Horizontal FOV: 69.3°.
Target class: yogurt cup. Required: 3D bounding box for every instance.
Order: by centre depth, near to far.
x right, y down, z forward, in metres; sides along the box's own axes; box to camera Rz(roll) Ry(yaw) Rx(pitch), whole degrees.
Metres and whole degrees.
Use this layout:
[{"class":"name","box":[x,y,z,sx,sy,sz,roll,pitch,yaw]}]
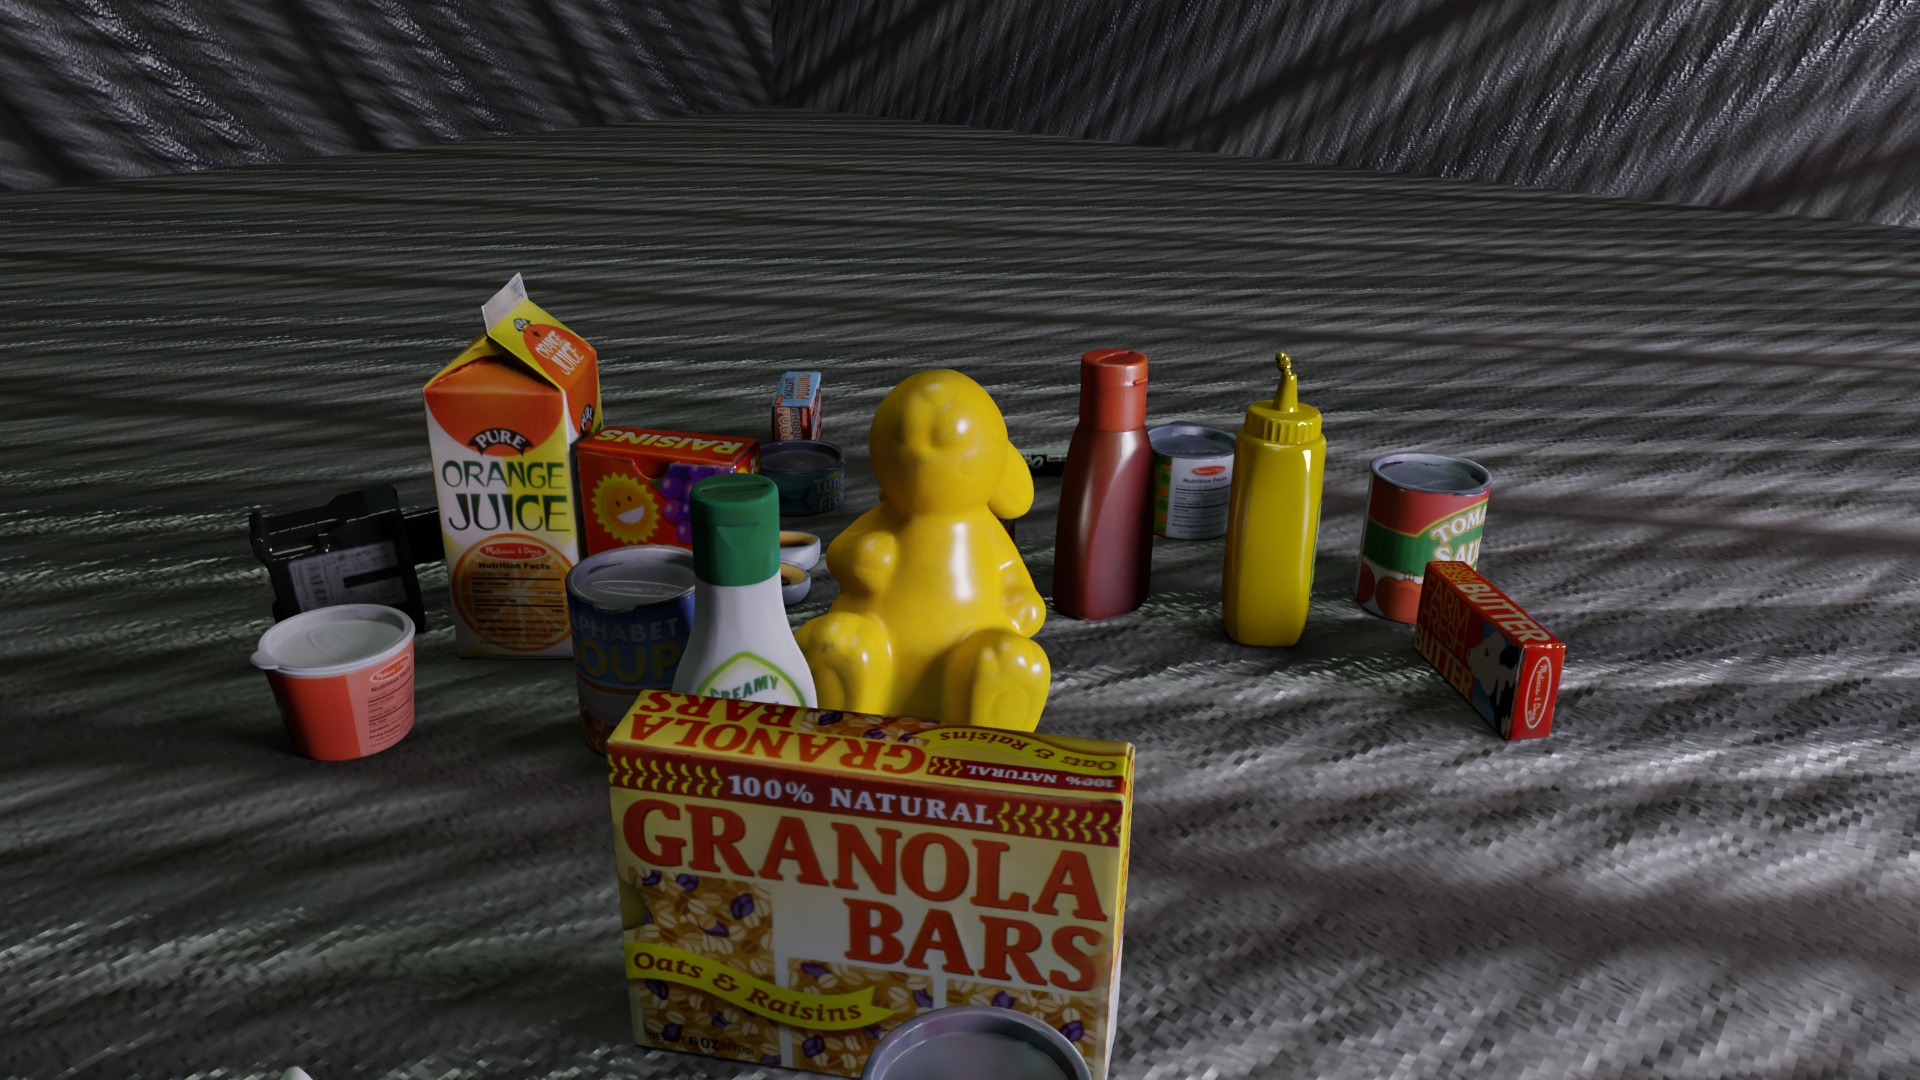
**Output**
[{"class":"yogurt cup","box":[-0.291,0.068,0.657,0.072,0.053,0.073,1,23,0]}]

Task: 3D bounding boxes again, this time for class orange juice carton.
[{"class":"orange juice carton","box":[-0.230,-0.038,0.731,0.073,0.191,0.072,0,23,-1]}]

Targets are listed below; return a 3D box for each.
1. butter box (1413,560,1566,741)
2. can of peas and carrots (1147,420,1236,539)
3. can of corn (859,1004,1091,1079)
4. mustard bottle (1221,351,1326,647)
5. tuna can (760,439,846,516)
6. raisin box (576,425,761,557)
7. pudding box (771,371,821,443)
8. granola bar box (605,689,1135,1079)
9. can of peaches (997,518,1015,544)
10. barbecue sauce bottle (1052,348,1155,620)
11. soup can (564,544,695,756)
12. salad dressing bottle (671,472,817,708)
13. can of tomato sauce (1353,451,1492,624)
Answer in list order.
[{"class":"butter box","box":[0.268,0.054,0.711,0.024,0.053,0.104,-3,24,-8]},{"class":"can of peas and carrots","box":[0.149,-0.040,0.916,0.071,0.058,0.071,1,23,0]},{"class":"can of corn","box":[0.003,0.181,0.400,0.071,0.058,0.071,1,23,0]},{"class":"mustard bottle","box":[0.170,-0.023,0.750,0.049,0.159,0.065,4,23,7]},{"class":"tuna can","box":[-0.109,-0.043,0.945,0.071,0.032,0.071,1,23,0]},{"class":"raisin box","box":[-0.147,0.007,0.716,0.086,0.122,0.040,7,24,13]},{"class":"pudding box","box":[-0.122,-0.092,1.037,0.030,0.049,0.084,1,23,-1]},{"class":"granola bar box","box":[-0.030,0.119,0.459,0.165,0.123,0.039,5,23,9]},{"class":"can of peaches","box":[0.003,-0.011,0.843,0.071,0.057,0.071,1,23,0]},{"class":"barbecue sauce bottle","box":[0.083,-0.032,0.782,0.044,0.148,0.065,22,31,40]},{"class":"soup can","box":[-0.150,0.054,0.657,0.071,0.083,0.071,1,23,0]},{"class":"salad dressing bottle","box":[-0.095,0.045,0.599,0.064,0.147,0.044,-5,24,-13]},{"class":"can of tomato sauce","box":[0.266,-0.001,0.799,0.071,0.082,0.071,1,23,0]}]
